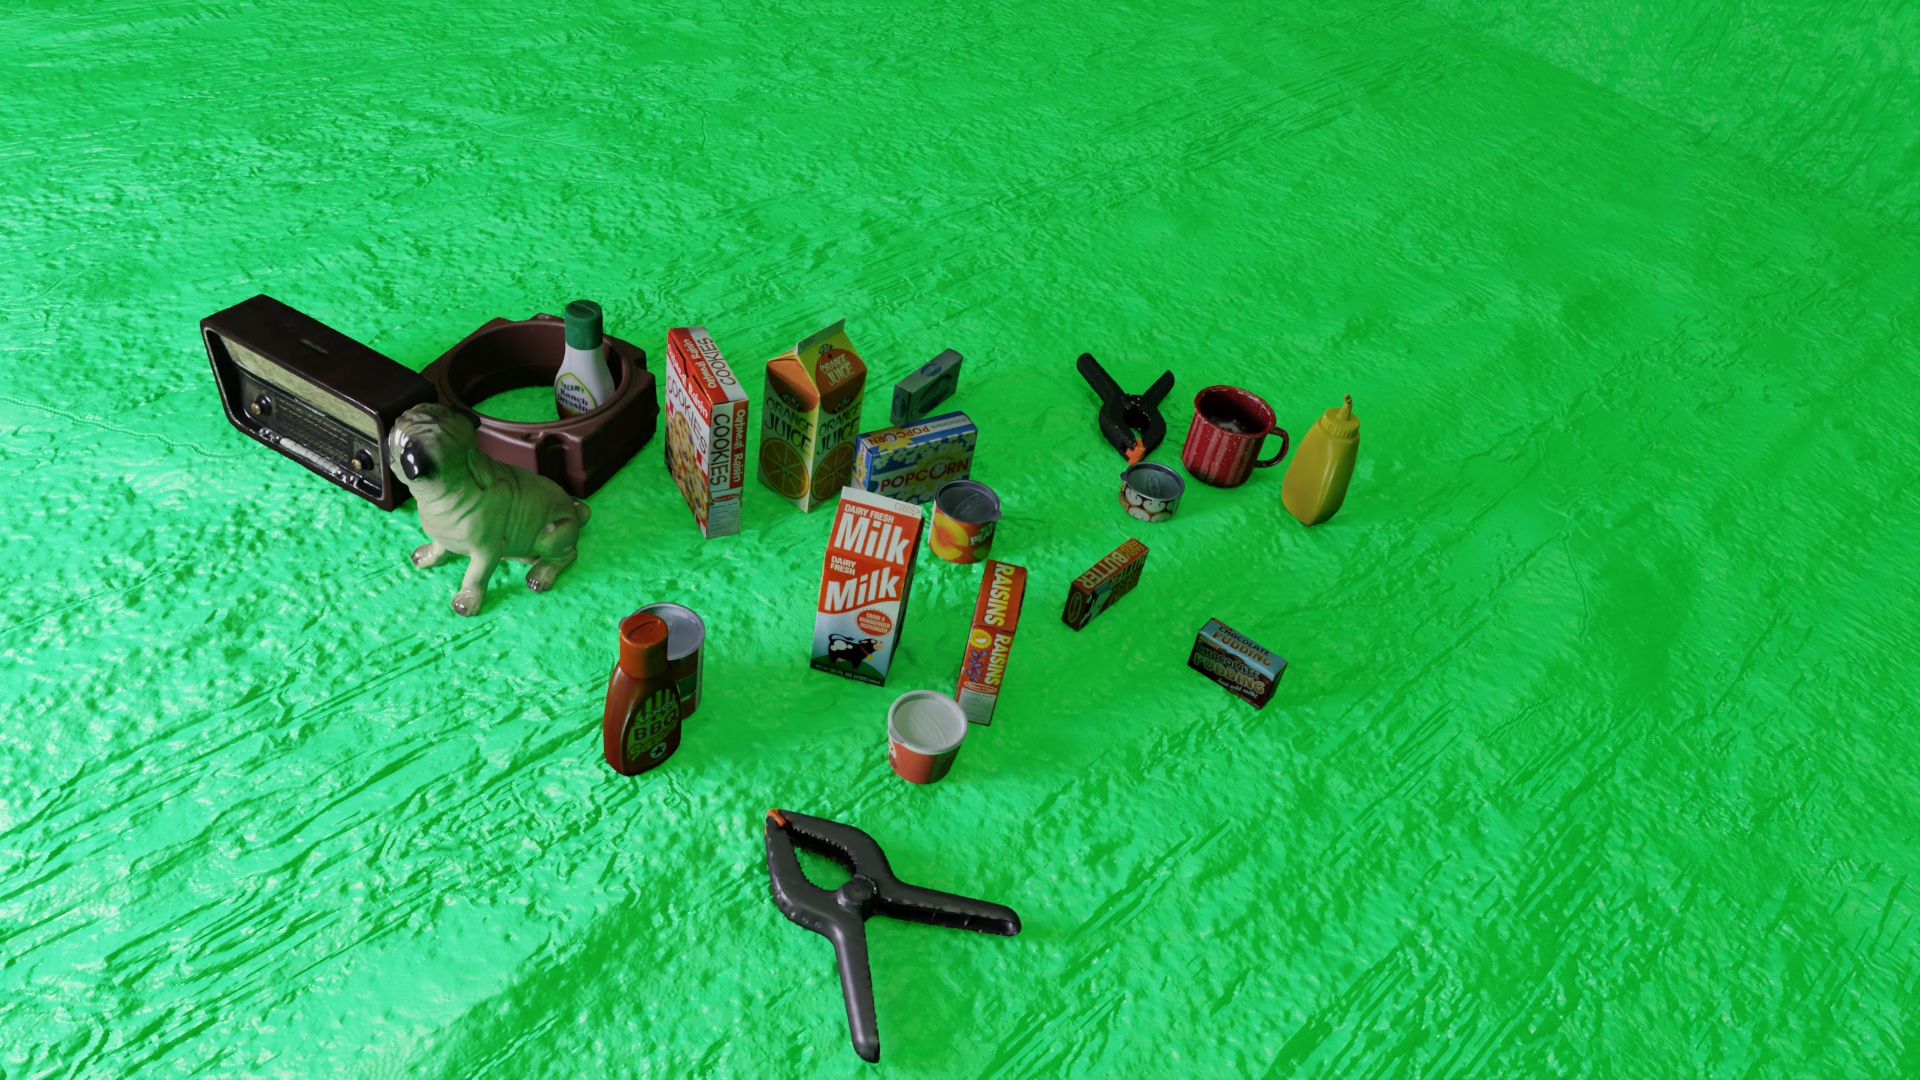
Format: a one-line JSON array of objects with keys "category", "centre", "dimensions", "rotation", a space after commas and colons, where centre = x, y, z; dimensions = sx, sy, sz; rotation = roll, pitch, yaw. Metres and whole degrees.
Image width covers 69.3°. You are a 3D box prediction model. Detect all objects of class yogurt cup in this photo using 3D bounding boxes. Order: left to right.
[{"category": "yogurt cup", "centre": [-0.030, 0.168, 1.173], "dimensions": [0.072, 0.053, 0.073], "rotation": [7, 41, -6]}]

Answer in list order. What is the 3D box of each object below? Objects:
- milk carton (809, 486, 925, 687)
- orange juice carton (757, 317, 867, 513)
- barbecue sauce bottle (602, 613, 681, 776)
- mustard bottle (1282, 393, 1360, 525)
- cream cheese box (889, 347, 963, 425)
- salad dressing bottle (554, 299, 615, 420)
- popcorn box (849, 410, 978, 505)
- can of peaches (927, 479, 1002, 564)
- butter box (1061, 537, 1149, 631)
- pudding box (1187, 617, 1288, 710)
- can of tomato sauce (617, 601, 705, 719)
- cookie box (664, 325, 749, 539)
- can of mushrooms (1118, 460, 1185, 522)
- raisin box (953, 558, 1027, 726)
[{"category": "milk carton", "centre": [-0.080, 0.033, 1.209], "dimensions": [0.072, 0.189, 0.074], "rotation": [14, 41, 3]}, {"category": "orange juice carton", "centre": [-0.146, -0.129, 1.373], "dimensions": [0.073, 0.191, 0.072], "rotation": [33, 45, 22]}, {"category": "barbecue sauce bottle", "centre": [-0.252, 0.121, 1.101], "dimensions": [0.044, 0.147, 0.065], "rotation": [38, 48, 27]}, {"category": "mustard bottle", "centre": [0.393, -0.091, 1.483], "dimensions": [0.049, 0.159, 0.065], "rotation": [-16, 48, -28]}, {"category": "cream cheese box", "centre": [-0.038, -0.169, 1.548], "dimensions": [0.024, 0.053, 0.104], "rotation": [30, 44, 20]}, {"category": "salad dressing bottle", "centre": [-0.379, -0.172, 1.399], "dimensions": [0.064, 0.146, 0.044], "rotation": [25, 43, 14]}, {"category": "popcorn box", "centre": [-0.048, -0.078, 1.420], "dimensions": [0.127, 0.084, 0.038], "rotation": [-16, 48, -28]}, {"category": "can of peaches", "centre": [0.005, -0.017, 1.385], "dimensions": [0.071, 0.057, 0.071], "rotation": [7, 41, -6]}, {"category": "butter box", "centre": [0.141, 0.042, 1.355], "dimensions": [0.024, 0.052, 0.104], "rotation": [35, 46, 24]}, {"category": "pudding box", "centre": [0.260, 0.115, 1.304], "dimensions": [0.084, 0.049, 0.030], "rotation": [33, 45, 22]}, {"category": "can of tomato sauce", "centre": [-0.252, 0.104, 1.169], "dimensions": [0.071, 0.082, 0.071], "rotation": [7, 41, -6]}, {"category": "cookie box", "centre": [-0.248, -0.104, 1.340], "dimensions": [0.040, 0.166, 0.123], "rotation": [-13, 47, -26]}, {"category": "can of mushrooms", "centre": [0.202, -0.053, 1.490], "dimensions": [0.071, 0.033, 0.071], "rotation": [7, 41, -6]}, {"category": "raisin box", "centre": [0.025, 0.090, 1.221], "dimensions": [0.040, 0.122, 0.086], "rotation": [13, 41, 1]}]
